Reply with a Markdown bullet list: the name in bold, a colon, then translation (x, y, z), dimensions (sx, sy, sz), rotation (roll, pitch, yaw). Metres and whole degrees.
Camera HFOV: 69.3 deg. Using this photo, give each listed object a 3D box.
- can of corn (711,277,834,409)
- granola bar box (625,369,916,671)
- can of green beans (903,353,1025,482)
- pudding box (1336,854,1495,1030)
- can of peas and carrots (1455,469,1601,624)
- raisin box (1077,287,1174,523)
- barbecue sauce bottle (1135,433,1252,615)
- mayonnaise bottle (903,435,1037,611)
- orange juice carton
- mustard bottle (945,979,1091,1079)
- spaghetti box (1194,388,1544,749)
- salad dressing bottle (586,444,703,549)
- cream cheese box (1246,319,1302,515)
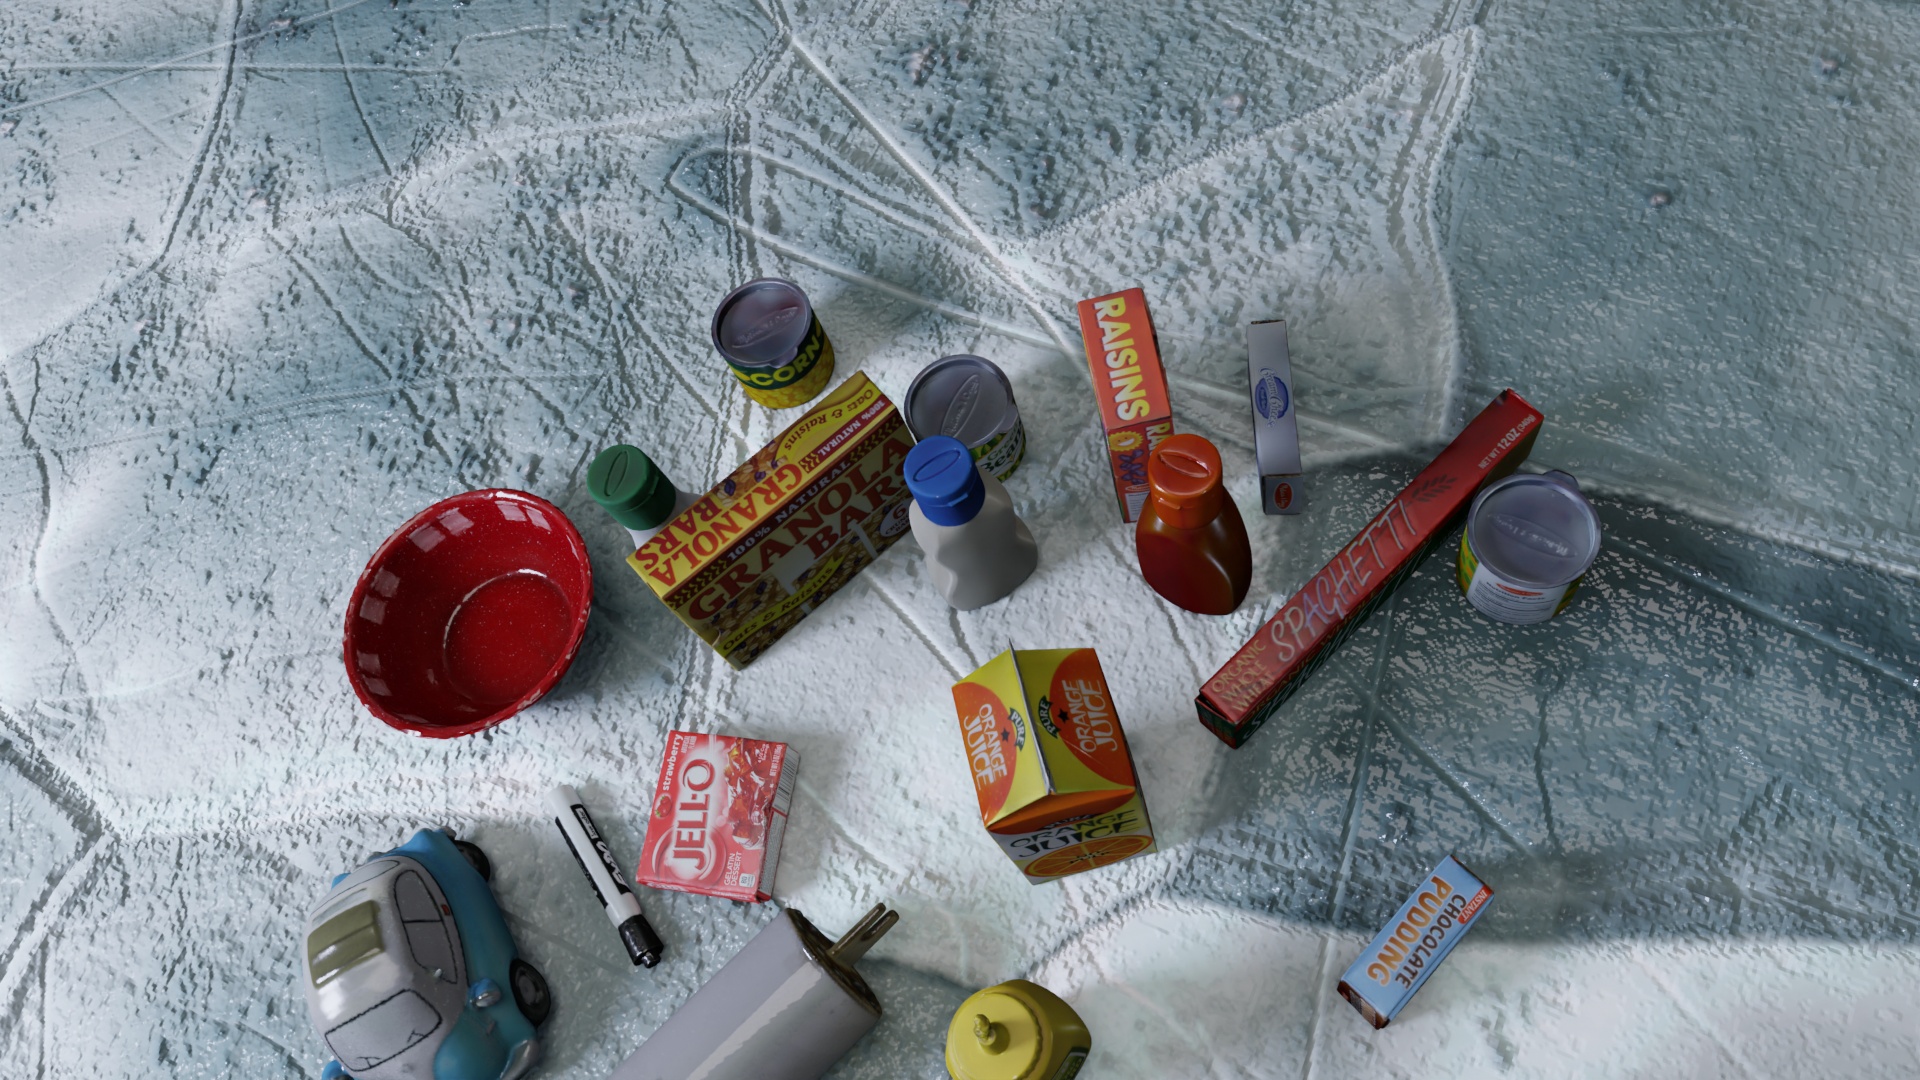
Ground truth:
- **can of corn**: translation (-0.119, -0.125, 0.897), dimensions (0.071, 0.058, 0.071), rotation (-4, 65, 10)
- **granola bar box**: translation (-0.094, -0.007, 0.802), dimensions (0.166, 0.124, 0.039), rotation (-40, 65, -7)
- **can of green beans**: translation (0.004, -0.071, 0.847), dimensions (0.071, 0.057, 0.071), rotation (-4, 65, 10)
- **pudding box**: translation (0.224, 0.198, 0.684), dimensions (0.084, 0.049, 0.030), rotation (-45, 65, -10)
- **can of peas and carrots**: translation (0.305, 0.004, 0.750), dimensions (0.071, 0.058, 0.071), rotation (-4, 65, 10)
- **raisin box**: translation (0.099, -0.074, 0.792), dimensions (0.040, 0.123, 0.086), rotation (-12, 65, 7)
- **barbecue sauce bottle**: translation (0.123, -0.007, 0.743), dimensions (0.065, 0.148, 0.044), rotation (24, 74, 21)
- **mayonnaise bottle**: translation (0.003, -0.010, 0.770), dimensions (0.065, 0.147, 0.041), rotation (-32, 64, -3)
- **orange juice carton**: translation (0.047, 0.110, 0.681), dimensions (0.073, 0.192, 0.072), rotation (-16, 64, 5)
- **mustard bottle**: translation (0.023, 0.237, 0.647), dimensions (0.049, 0.159, 0.065), rotation (38, 79, 24)
- **spaghetti box**: translation (0.225, 0.016, 0.766), dimensions (0.250, 0.050, 0.029), rotation (-43, 65, -9)
- **salad dressing bottle**: translation (-0.168, -0.008, 0.805), dimensions (0.044, 0.147, 0.064), rotation (9, 69, 16)
- **cream cheese box**: translation (0.183, -0.072, 0.812), dimensions (0.024, 0.053, 0.104), rotation (-5, 65, 10)
